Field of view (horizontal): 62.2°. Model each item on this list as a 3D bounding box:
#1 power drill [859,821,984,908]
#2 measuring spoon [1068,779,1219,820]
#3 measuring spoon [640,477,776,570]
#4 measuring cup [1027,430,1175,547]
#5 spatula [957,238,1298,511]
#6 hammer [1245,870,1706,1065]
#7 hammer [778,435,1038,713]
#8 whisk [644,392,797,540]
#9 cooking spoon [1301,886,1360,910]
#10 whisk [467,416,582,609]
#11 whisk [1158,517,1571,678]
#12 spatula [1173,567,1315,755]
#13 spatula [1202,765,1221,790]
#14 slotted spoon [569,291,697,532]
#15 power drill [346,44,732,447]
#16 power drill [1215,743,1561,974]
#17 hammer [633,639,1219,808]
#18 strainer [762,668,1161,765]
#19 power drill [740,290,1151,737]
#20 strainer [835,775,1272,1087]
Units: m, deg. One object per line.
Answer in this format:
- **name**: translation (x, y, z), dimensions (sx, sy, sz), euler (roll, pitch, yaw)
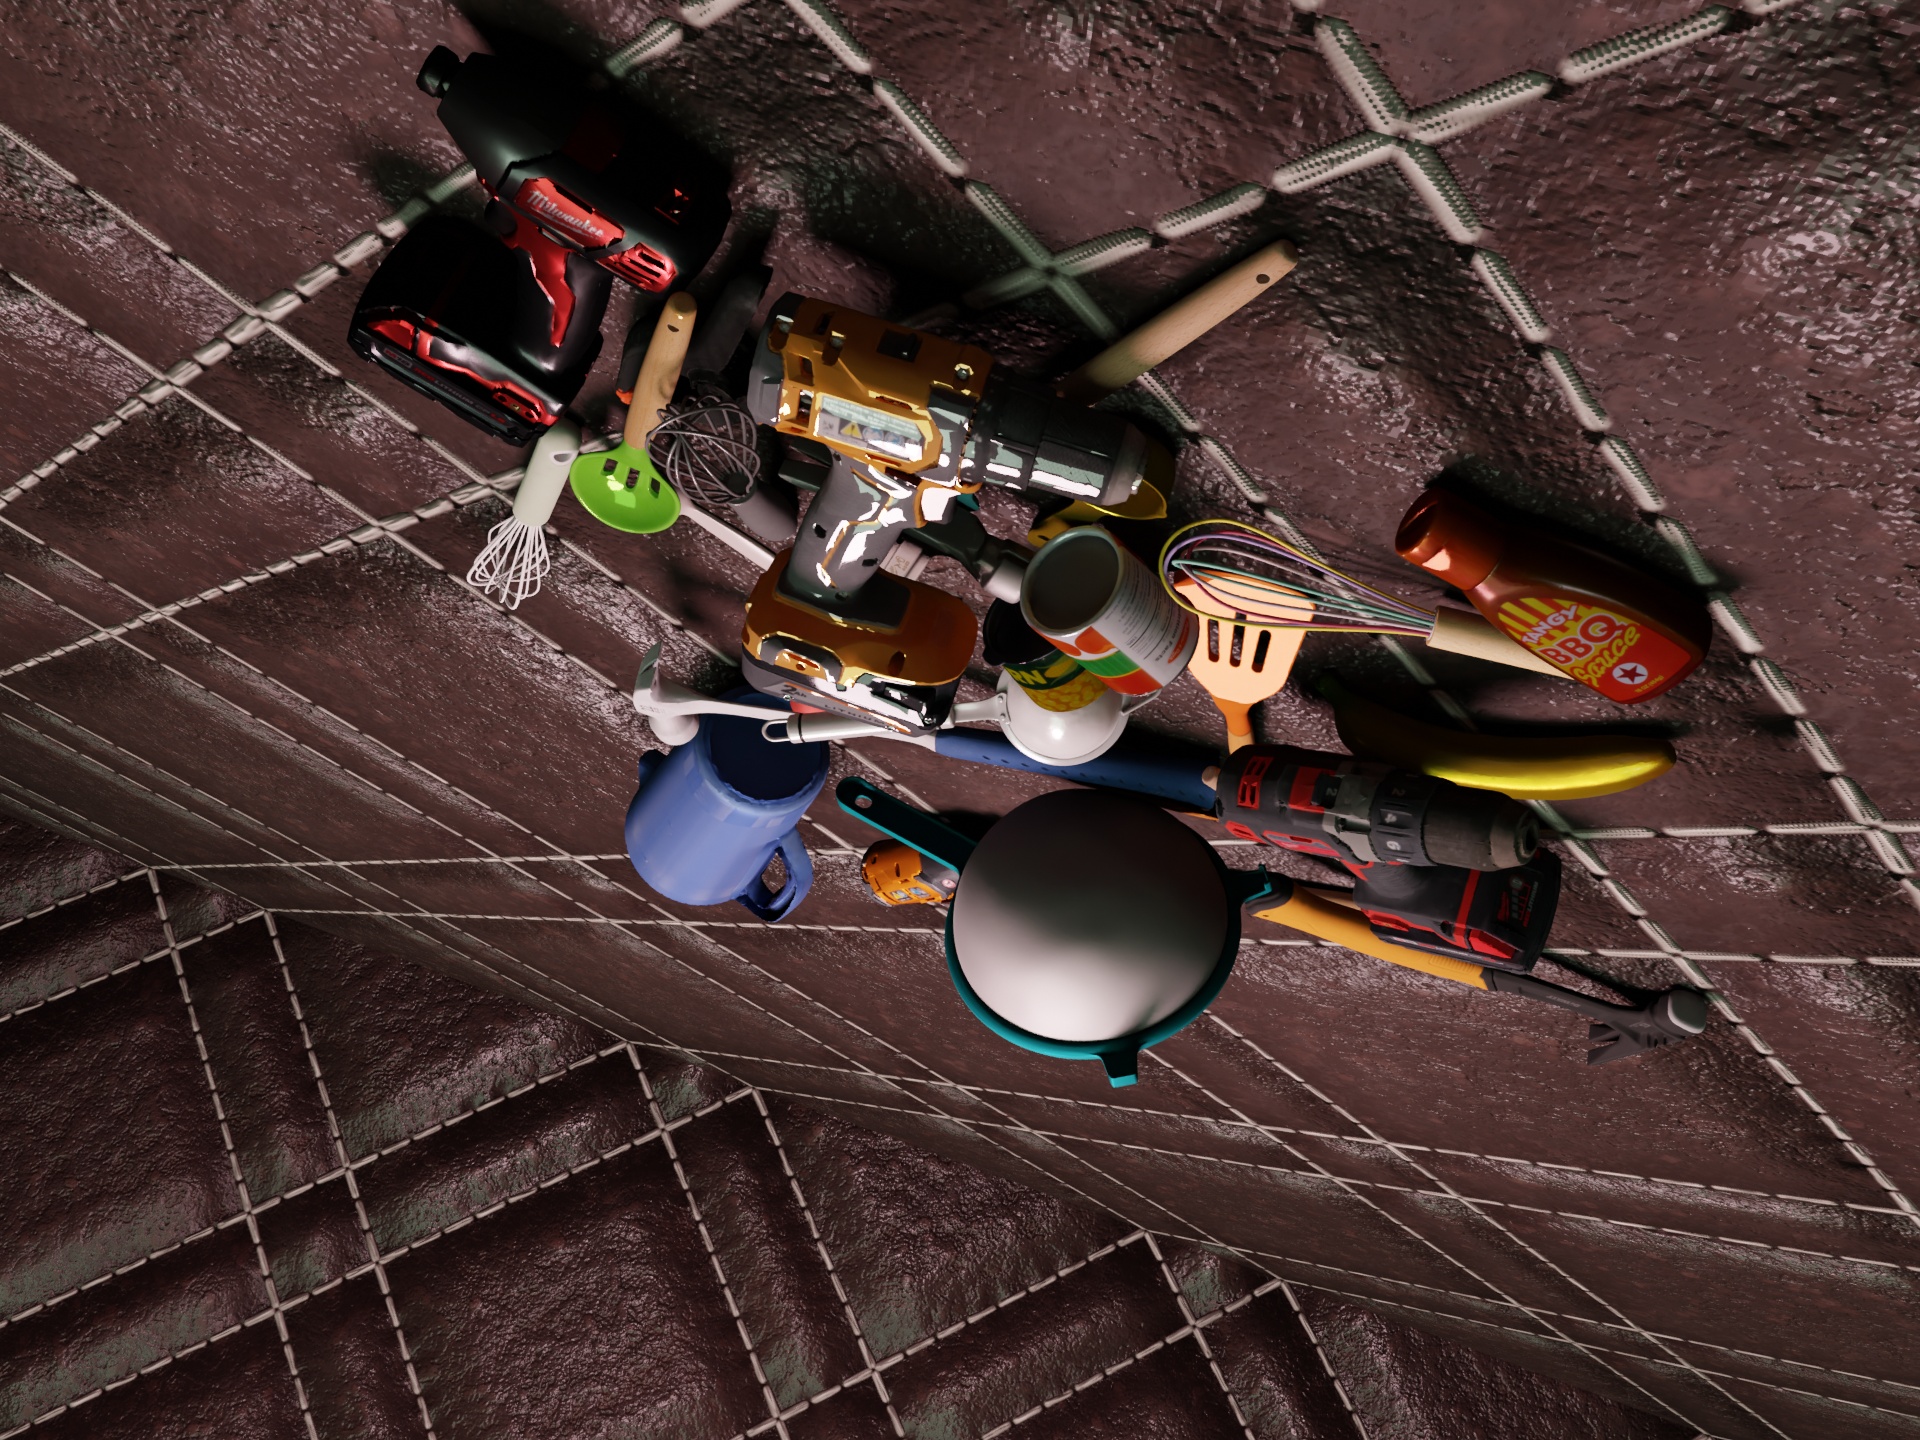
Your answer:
- **power drill**: translation (0.040, 0.166, 1.397), dimensions (0.226, 0.084, 0.164), euler (36, 151, -22)
- **measuring spoon**: translation (0.135, 0.054, 1.165), dimensions (0.117, 0.011, 0.021), euler (15, 171, 6)
- **measuring spoon**: translation (-0.156, -0.117, 1.028), dimensions (0.124, 0.018, 0.034), euler (32, 154, -25)
- **measuring cup**: translation (0.067, -0.120, 0.842), dimensions (0.062, 0.029, 0.156), euler (23, 168, -11)
- **spatula**: translation (0.045, -0.160, 0.770), dimensions (0.082, 0.044, 0.317), euler (31, 150, -25)
- **hammer**: translation (0.366, 0.181, 1.178), dimensions (0.337, 0.034, 0.127), euler (19, 154, -7)
- **hammer**: translation (-0.072, -0.067, 1.015), dimensions (0.149, 0.037, 0.359), euler (27, 159, -8)
- **whisk**: translation (-0.120, -0.131, 0.871), dimensions (0.055, 0.055, 0.239), euler (18, 177, 6)
- **cooking spoon**: translation (0.199, 0.131, 1.250), dimensions (0.319, 0.017, 0.068), euler (5, 115, 28)
- **whisk**: translation (-0.289, -0.138, 1.067), dimensions (0.057, 0.059, 0.246), euler (-9, 166, -28)
- **whisk**: translation (0.223, -0.058, 0.819), dimensions (0.245, 0.047, 0.051), euler (14, 168, 5)
- **spatula**: translation (0.181, 0.005, 1.007), dimensions (0.081, 0.041, 0.322), euler (15, 160, 19)
- **spatula**: translation (0.280, 0.096, 1.095), dimensions (0.315, 0.018, 0.060), euler (27, 156, -30)
- **slotted spoon**: translation (-0.168, -0.161, 0.855), dimensions (0.070, 0.031, 0.314), euler (23, 165, -12)
- **power drill**: translation (-0.216, -0.229, 0.773), dimensions (0.143, 0.079, 0.219), euler (31, 152, -23)
- **power drill**: translation (0.281, 0.080, 0.946), dimensions (0.188, 0.080, 0.226), euler (8, 164, 45)
- **hammer**: translation (-0.027, 0.011, 1.086), dimensions (0.405, 0.035, 0.144), euler (9, 163, 5)
- **strainer**: translation (-0.002, -0.003, 1.007), dimensions (0.258, 0.050, 0.086), euler (-6, 106, 10)
- **power drill**: translation (-0.018, -0.092, 0.792), dimensions (0.185, 0.084, 0.226), euler (17, 139, 1)
- **strainer**: translation (0.035, 0.094, 1.127), dimensions (0.341, 0.211, 0.095), euler (26, 151, 29)
